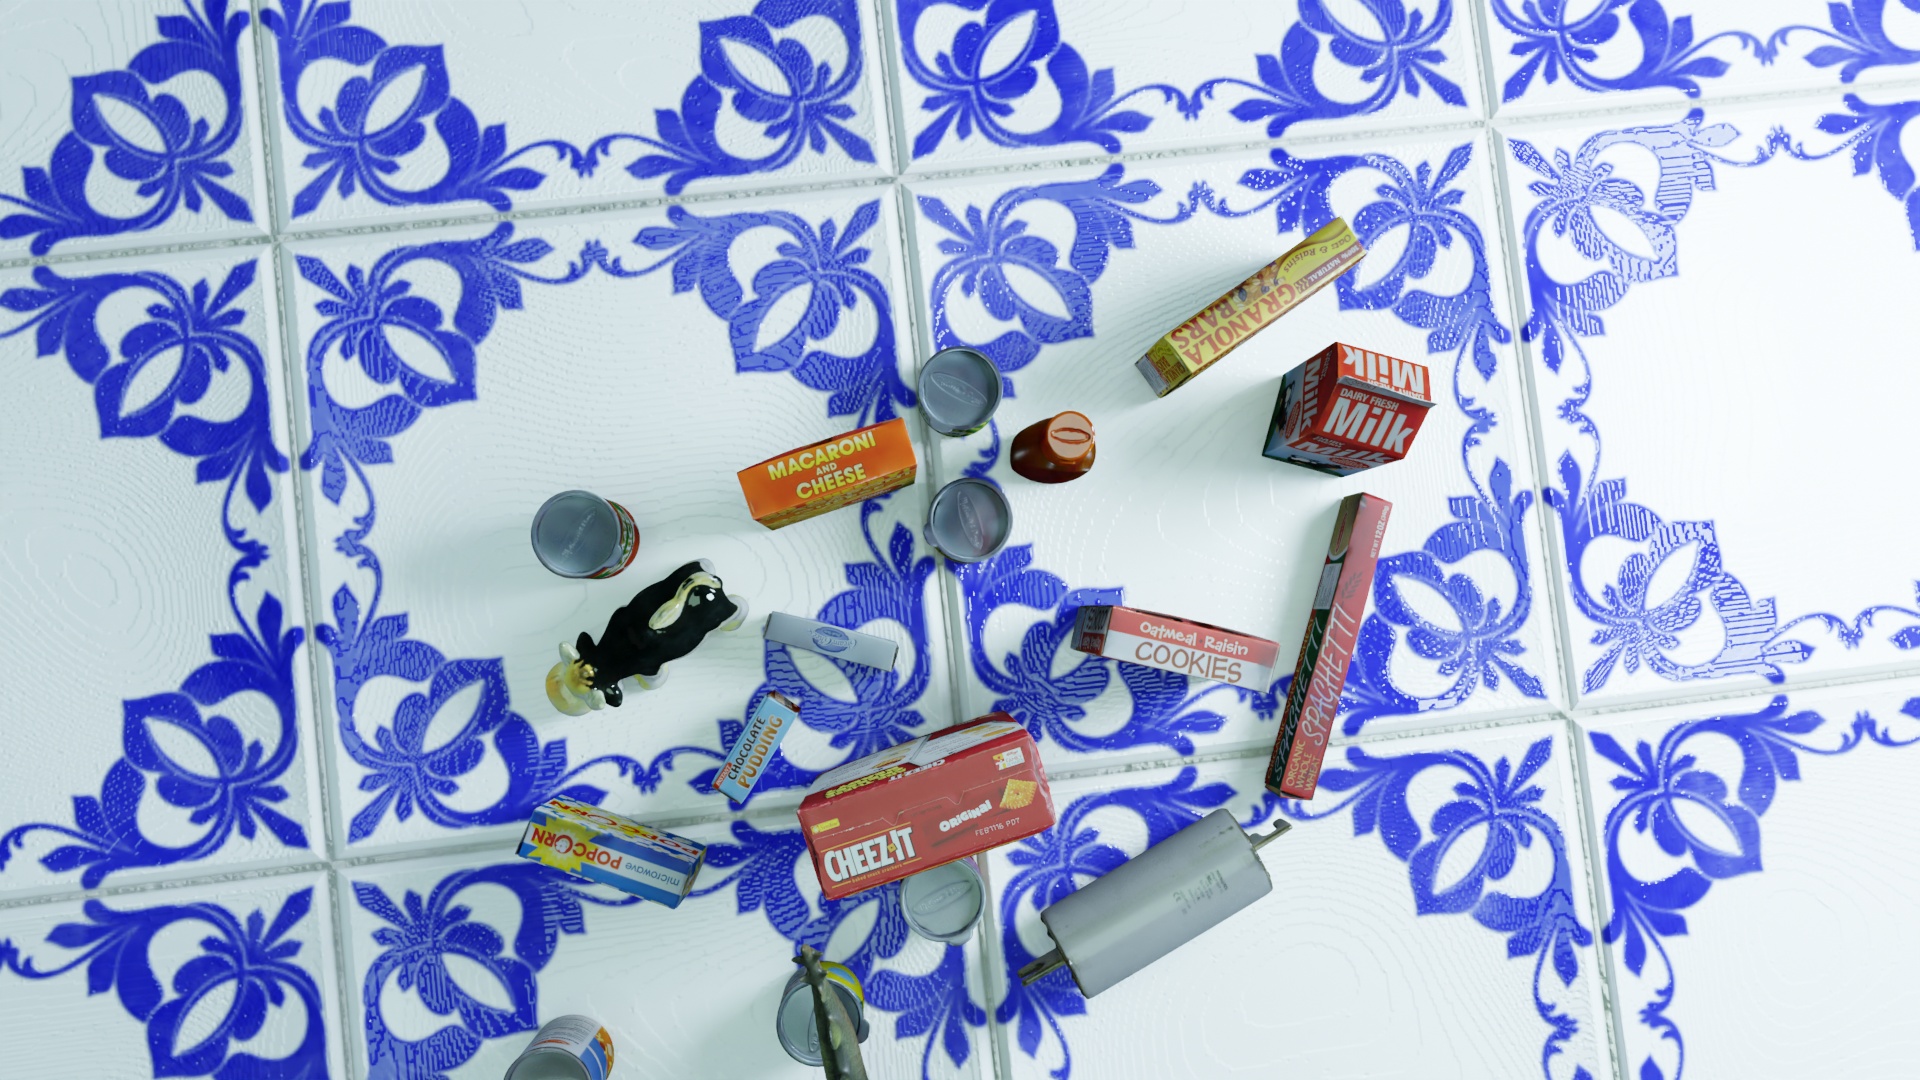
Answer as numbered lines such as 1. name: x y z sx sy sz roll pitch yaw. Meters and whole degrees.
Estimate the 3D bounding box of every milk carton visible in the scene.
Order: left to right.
1. milk carton: 0.293 -0.099 1.053 0.072 0.190 0.073 16 87 -2

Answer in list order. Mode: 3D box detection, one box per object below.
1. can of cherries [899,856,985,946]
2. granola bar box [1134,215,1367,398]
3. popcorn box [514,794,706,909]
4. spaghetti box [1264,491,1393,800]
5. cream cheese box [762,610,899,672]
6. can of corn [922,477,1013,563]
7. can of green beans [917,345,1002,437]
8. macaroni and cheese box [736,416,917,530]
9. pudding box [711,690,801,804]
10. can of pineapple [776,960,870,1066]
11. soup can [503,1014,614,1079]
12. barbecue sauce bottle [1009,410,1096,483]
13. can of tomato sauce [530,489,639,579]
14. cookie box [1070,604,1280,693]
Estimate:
1. can of cherries: -0.014 0.275 1.082 0.071 0.058 0.071 0 87 -3
2. granola bar box: 0.224 -0.179 1.087 0.166 0.124 0.039 -35 89 -4
3. popcorn box: -0.262 0.236 1.058 0.127 0.085 0.038 19 87 -2
4. spaghetti box: 0.294 0.085 1.113 0.029 0.050 0.250 16 86 -2
5. cream cheese box: -0.100 0.079 1.091 0.104 0.053 0.024 15 87 -2
6. can of corn: 0.004 -0.014 1.099 0.071 0.058 0.071 0 87 -3
7. can of green beans: -0.002 -0.117 1.105 0.071 0.058 0.071 0 87 -3
8. macaroni and cheese box: -0.097 -0.048 1.042 0.124 0.166 0.040 -19 88 -4
9. pudding box: -0.159 0.160 1.085 0.030 0.049 0.084 32 86 -1
10. can of pineapple: -0.106 0.365 1.072 0.071 0.058 0.071 0 87 -3
11. soup can: -0.302 0.405 1.047 0.071 0.083 0.071 0 87 -3
12. barbecue sauce bottle: 0.075 -0.071 1.061 0.065 0.148 0.043 6 87 -3
13. can of tomato sauce: -0.285 -0.002 1.071 0.071 0.083 0.071 0 87 -3
14. cookie box: 0.156 0.078 1.047 0.123 0.167 0.040 12 87 -2
